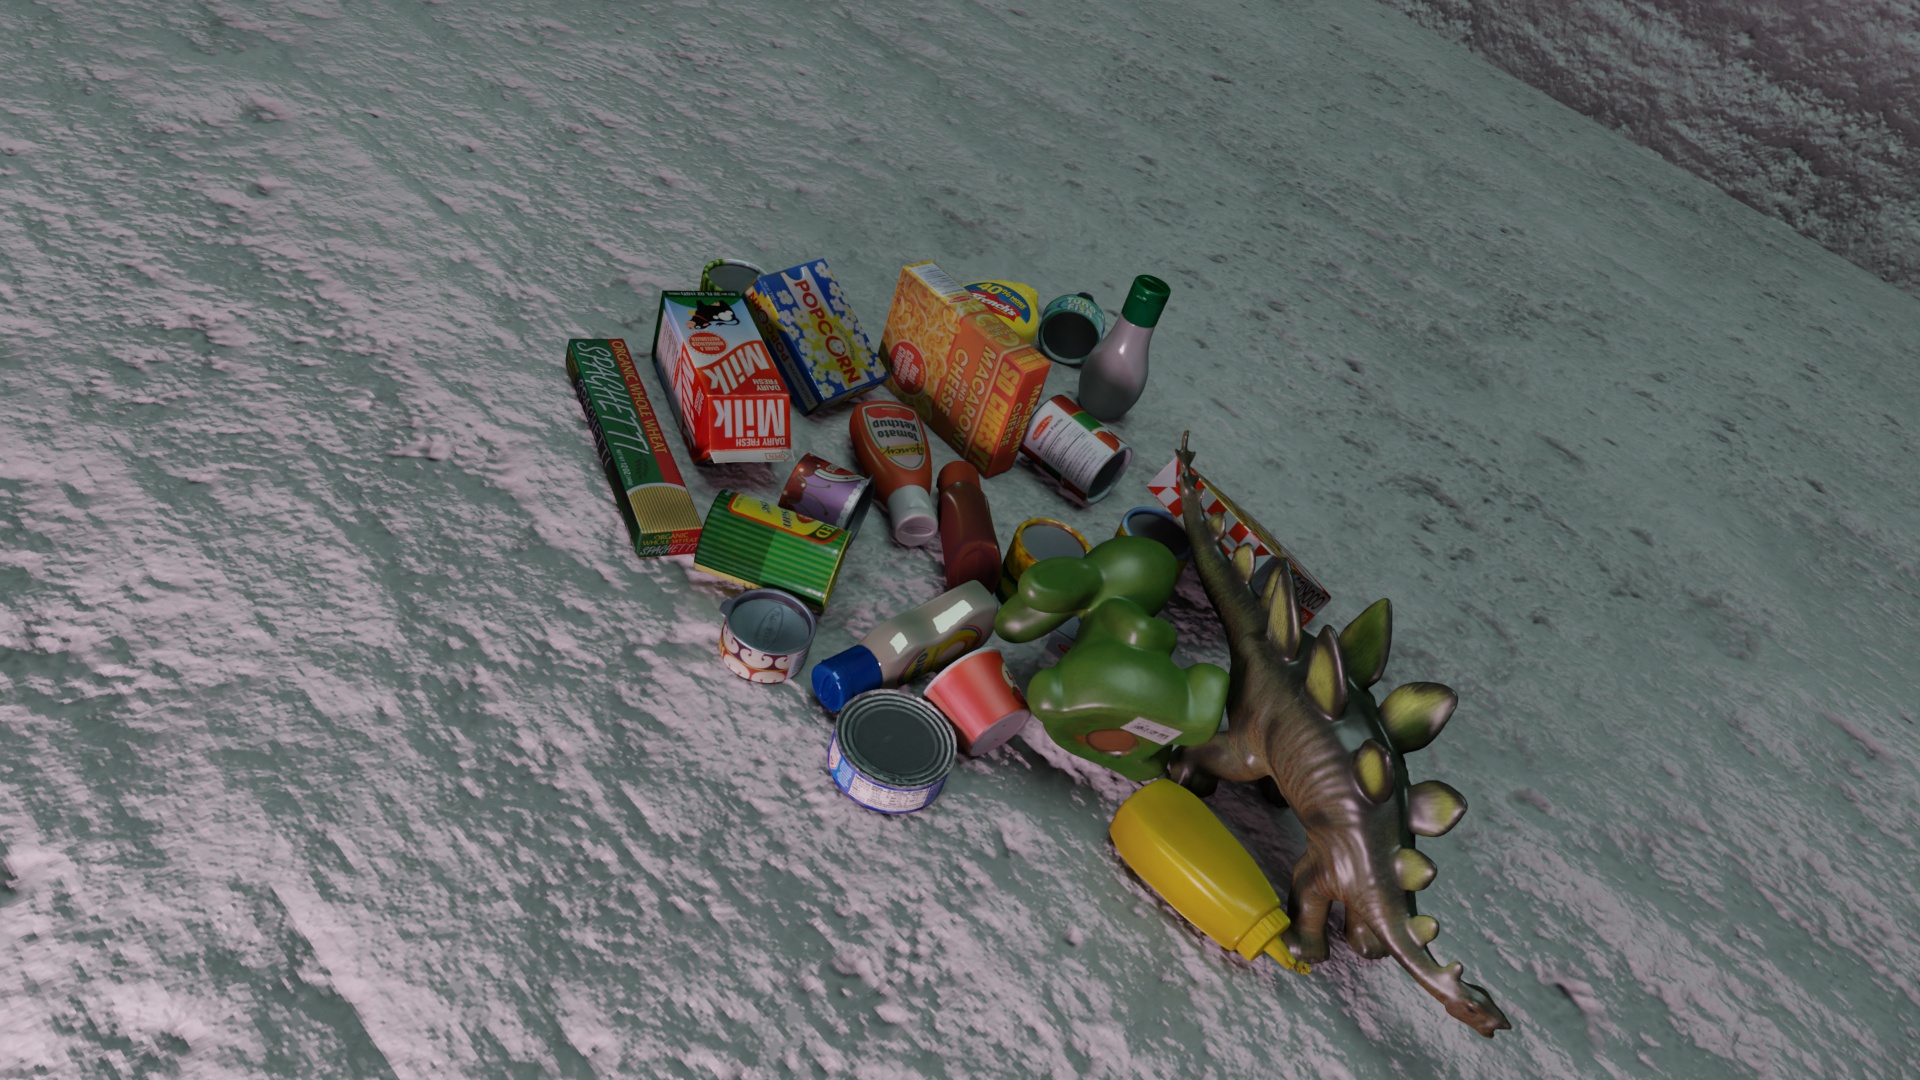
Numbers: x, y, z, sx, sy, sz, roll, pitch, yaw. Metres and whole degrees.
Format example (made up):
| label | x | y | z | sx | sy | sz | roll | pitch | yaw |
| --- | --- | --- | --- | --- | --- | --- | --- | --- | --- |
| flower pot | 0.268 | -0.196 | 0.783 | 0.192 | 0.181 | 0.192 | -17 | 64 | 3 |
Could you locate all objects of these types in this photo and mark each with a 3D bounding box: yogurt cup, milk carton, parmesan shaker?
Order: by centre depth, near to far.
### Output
| label | x | y | z | sx | sy | sz | roll | pitch | yaw |
| --- | --- | --- | --- | --- | --- | --- | --- | --- | --- |
| yogurt cup | 0.014 | 0.117 | 0.993 | 0.072 | 0.072 | 0.054 | -17 | 60 | -38 |
| parmesan shaker | -0.141 | 0.008 | 1.046 | 0.103 | 0.071 | 0.072 | 19 | 39 | -2 |
| milk carton | -0.201 | -0.129 | 1.177 | 0.072 | 0.073 | 0.191 | -4 | 45 | -28 |

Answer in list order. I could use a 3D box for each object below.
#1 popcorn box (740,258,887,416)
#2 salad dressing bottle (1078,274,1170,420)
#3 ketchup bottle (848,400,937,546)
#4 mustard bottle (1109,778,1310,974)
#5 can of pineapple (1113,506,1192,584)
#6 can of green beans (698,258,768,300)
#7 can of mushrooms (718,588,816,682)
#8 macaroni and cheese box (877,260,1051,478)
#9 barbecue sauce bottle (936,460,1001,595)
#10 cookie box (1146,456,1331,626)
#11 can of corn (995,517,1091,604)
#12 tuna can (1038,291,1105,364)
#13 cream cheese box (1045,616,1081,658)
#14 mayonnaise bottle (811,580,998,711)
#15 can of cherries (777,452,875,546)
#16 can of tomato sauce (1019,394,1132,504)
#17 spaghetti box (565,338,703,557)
| label | x | y | z | sx | sy | sz | roll | pitch | yaw |
| --- | --- | --- | --- | --- | --- | --- | --- | --- | --- |
| popcorn box | -0.132 | -0.184 | 1.257 | 0.085 | 0.038 | 0.126 | -29 | 89 | -43 |
| salad dressing bottle | 0.160 | -0.186 | 1.344 | 0.064 | 0.146 | 0.044 | 34 | 40 | 16 |
| ketchup bottle | -0.052 | -0.058 | 1.183 | 0.065 | 0.043 | 0.149 | 3 | 42 | -21 |
| mustard bottle | 0.172 | 0.234 | 0.936 | 0.065 | 0.048 | 0.160 | -20 | 54 | -39 |
| can of pineapple | 0.157 | 0.013 | 1.181 | 0.071 | 0.057 | 0.071 | 12 | 40 | -10 |
| can of green beans | -0.212 | -0.221 | 1.292 | 0.071 | 0.057 | 0.071 | 12 | 39 | -10 |
| can of mushrooms | -0.142 | 0.068 | 1.004 | 0.071 | 0.033 | 0.071 | 12 | 40 | -10 |
| macaroni and cheese box | -0.001 | -0.156 | 1.257 | 0.040 | 0.123 | 0.167 | -22 | 56 | -39 |
| barbecue sauce bottle | 0.004 | -0.014 | 1.146 | 0.044 | 0.064 | 0.149 | 3 | 32 | -8 |
| cookie box | 0.239 | 0.003 | 1.177 | 0.123 | 0.040 | 0.167 | 51 | 13 | 31 |
| can of corn | 0.065 | 0.022 | 1.129 | 0.071 | 0.058 | 0.071 | 13 | 39 | -10 |
| tuna can | 0.115 | -0.218 | 1.422 | 0.071 | 0.070 | 0.033 | 20 | 40 | -1 |
| cream cheese box | 0.115 | 0.066 | 1.127 | 0.053 | 0.024 | 0.104 | 31 | 40 | 12 |
| mayonnaise bottle | -0.040 | 0.080 | 1.016 | 0.149 | 0.064 | 0.041 | -24 | 60 | -37 |
| can of cherries | -0.107 | -0.031 | 1.106 | 0.058 | 0.071 | 0.072 | 24 | 39 | 6 |
| can of tomato sauce | 0.106 | -0.083 | 1.265 | 0.083 | 0.070 | 0.071 | 40 | 43 | 22 |
| spaghetti box | -0.269 | -0.082 | 1.127 | 0.050 | 0.028 | 0.251 | -5 | 45 | -29 |
